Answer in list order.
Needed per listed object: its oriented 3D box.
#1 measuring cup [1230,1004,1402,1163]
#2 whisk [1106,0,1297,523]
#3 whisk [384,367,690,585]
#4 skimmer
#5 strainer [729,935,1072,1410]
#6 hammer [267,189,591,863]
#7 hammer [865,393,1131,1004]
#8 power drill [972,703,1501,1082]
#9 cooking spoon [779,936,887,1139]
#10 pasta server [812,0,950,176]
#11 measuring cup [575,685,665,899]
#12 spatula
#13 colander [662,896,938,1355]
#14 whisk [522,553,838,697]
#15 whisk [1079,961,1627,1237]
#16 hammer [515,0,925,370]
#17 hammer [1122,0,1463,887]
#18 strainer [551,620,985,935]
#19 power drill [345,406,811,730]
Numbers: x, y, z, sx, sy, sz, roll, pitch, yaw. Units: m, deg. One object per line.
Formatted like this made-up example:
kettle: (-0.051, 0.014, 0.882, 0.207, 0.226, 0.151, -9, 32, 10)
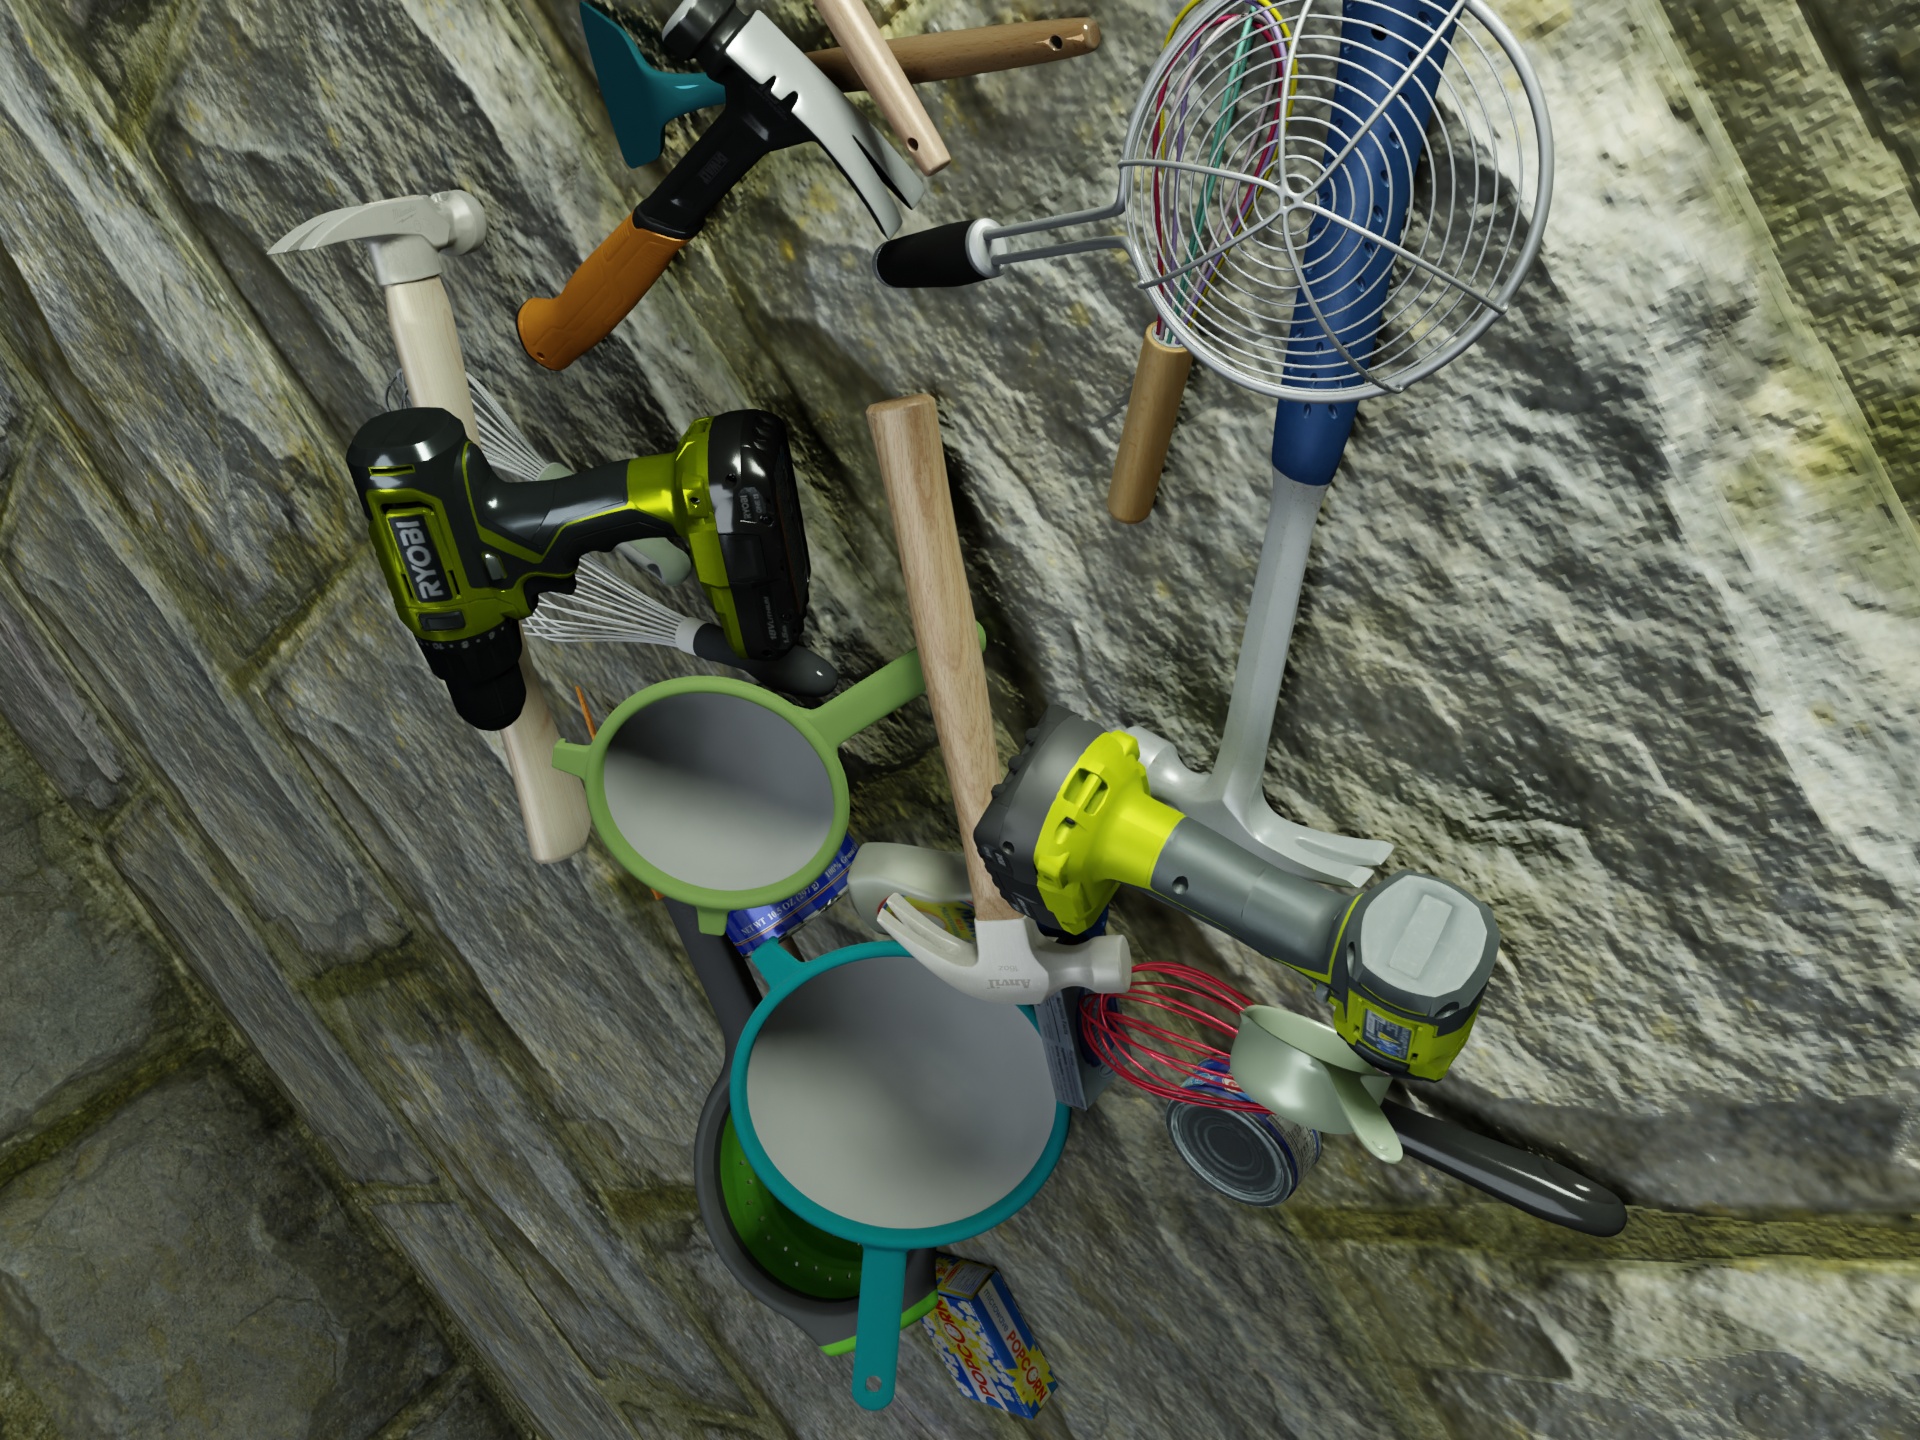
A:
measuring cup: (0.168, 0.178, 0.728, 0.083, 0.167, 0.038, 20, 99, -3)
whisk: (0.086, -0.175, 0.638, 0.047, 0.051, 0.244, 7, 140, -1)
whisk: (-0.269, -0.158, 1.014, 0.246, 0.059, 0.057, 35, 152, 13)
skimmer: (0.059, -0.183, 0.587, 0.363, 0.090, 0.127, -149, 43, -66)
strainer: (-0.041, 0.281, 1.034, 0.211, 0.095, 0.340, 6, 108, 1)
hammer: (-0.296, -0.099, 0.955, 0.038, 0.146, 0.410, 0, 112, 23)
hammer: (-0.001, -0.003, 0.829, 0.130, 0.031, 0.331, -6, 107, 18)
power drill: (0.127, 0.089, 0.728, 0.223, 0.080, 0.171, 25, 162, 22)
cooking spoon: (-0.128, 0.140, 1.088, 0.319, 0.017, 0.068, 62, 166, 5)
pasta server: (-0.087, -0.366, 0.648, 0.060, 0.040, 0.316, -24, 100, 52)
measuring cup: (-0.225, 0.041, 1.135, 0.095, 0.052, 0.174, 100, 147, -66)
spatula: (-0.070, -0.294, 0.716, 0.318, 0.044, 0.082, 10, 127, 35)
colander: (-0.121, 0.251, 1.170, 0.204, 0.094, 0.397, -33, 75, 23)
whisk: (-0.192, -0.061, 1.012, 0.285, 0.070, 0.070, 19, 133, 28)
whisk: (0.194, 0.196, 0.827, 0.296, 0.073, 0.073, 19, 133, 28)
hammer: (-0.150, -0.240, 0.807, 0.127, 0.034, 0.337, 39, 154, -22)
hammer: (0.144, -0.091, 0.653, 0.144, 0.035, 0.405, 29, 138, 26)
strainer: (-0.092, 0.004, 0.903, 0.256, 0.069, 0.151, -31, 111, 17)
power drill: (-0.203, -0.083, 0.880, 0.228, 0.080, 0.190, -4, 126, 4)
